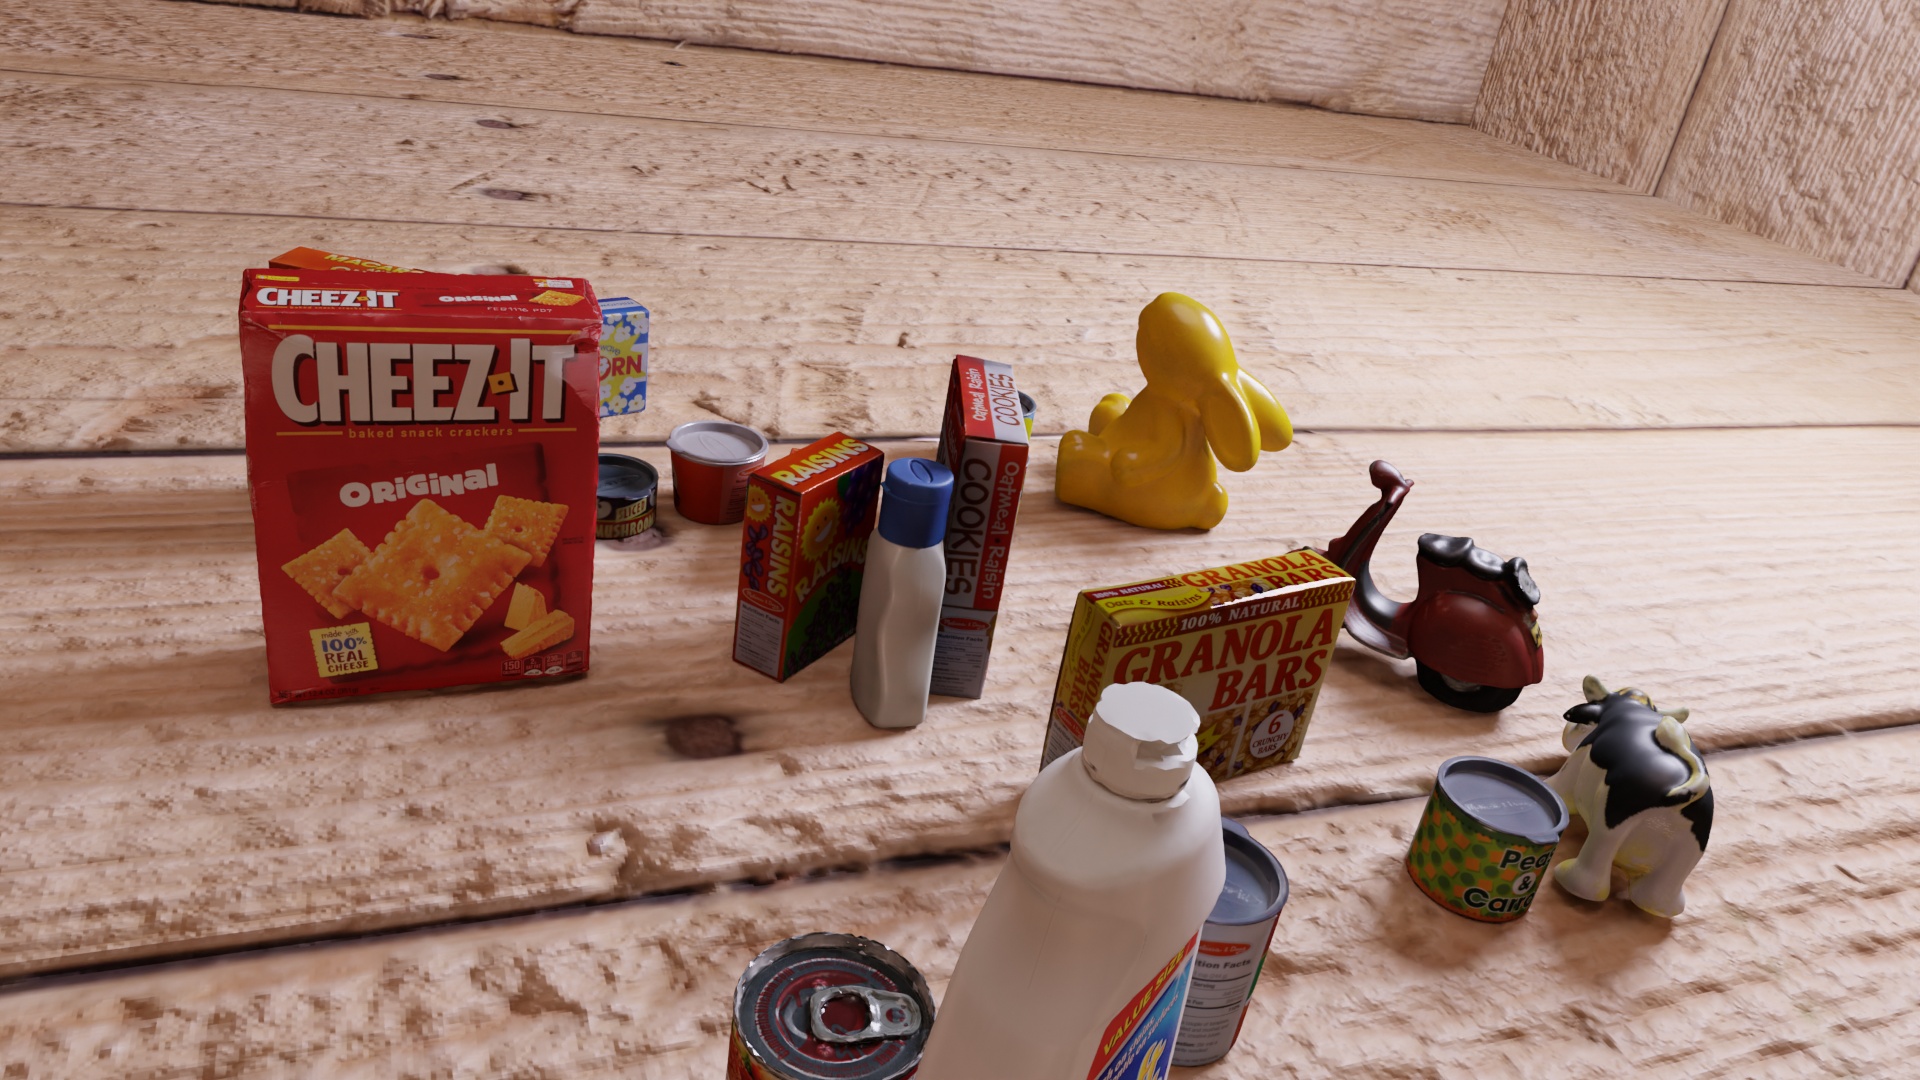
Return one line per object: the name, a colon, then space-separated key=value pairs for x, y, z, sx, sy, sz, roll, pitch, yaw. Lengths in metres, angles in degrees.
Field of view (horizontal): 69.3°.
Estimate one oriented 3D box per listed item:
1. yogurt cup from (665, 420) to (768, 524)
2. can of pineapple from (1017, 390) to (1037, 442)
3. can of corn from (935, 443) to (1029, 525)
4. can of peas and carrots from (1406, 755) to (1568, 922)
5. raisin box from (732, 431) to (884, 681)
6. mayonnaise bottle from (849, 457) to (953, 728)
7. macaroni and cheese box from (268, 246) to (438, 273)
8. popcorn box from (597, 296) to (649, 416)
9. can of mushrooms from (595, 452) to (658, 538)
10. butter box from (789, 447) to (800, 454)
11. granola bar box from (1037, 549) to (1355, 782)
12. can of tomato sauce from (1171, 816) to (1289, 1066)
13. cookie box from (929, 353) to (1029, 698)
yogurt cup: x=-0.169 y=-0.046 z=0.964 sx=0.072 sy=0.053 sz=0.073 roll=8 pitch=27 yaw=-4
can of pineapple: x=0.022 y=-0.086 z=1.100 sx=0.071 sy=0.057 sz=0.071 roll=8 pitch=27 yaw=-4
can of corn: x=0.010 y=-0.038 z=1.004 sx=0.071 sy=0.058 sz=0.071 roll=8 pitch=27 yaw=-4
can of peas and carrots: x=0.274 y=0.156 z=0.721 sx=0.071 sy=0.058 sz=0.071 roll=8 pitch=27 yaw=-4
raisin box: x=-0.089 y=0.008 z=0.811 sx=0.040 sy=0.122 sz=0.086 roll=23 pitch=30 yaw=24
mayonnaise bottle: x=-0.032 y=0.028 z=0.765 sx=0.041 sy=0.147 sz=0.065 roll=-1 pitch=29 yaw=-20
macaroni and cheese box: x=-0.354 y=-0.087 z=0.857 sx=0.124 sy=0.165 sz=0.040 roll=12 pitch=27 yaw=3
popcorn box: x=-0.301 y=-0.135 z=1.056 sx=0.127 sy=0.084 sz=0.038 roll=-15 pitch=36 yaw=-39
can of mushrooms: x=-0.235 y=-0.029 z=0.931 sx=0.071 sy=0.033 sz=0.071 roll=8 pitch=27 yaw=-4
butter box: x=-0.111 y=-0.018 z=0.930 sx=0.024 sy=0.053 sz=0.104 roll=8 pitch=27 yaw=-4
granola bar box: x=0.127 y=0.076 z=0.753 sx=0.166 sy=0.123 sz=0.039 roll=-8 pitch=32 yaw=-31
can of tomato sauce: x=0.099 y=0.172 z=0.603 sx=0.071 sy=0.082 sz=0.071 roll=8 pitch=27 yaw=-4
cookie box: x=0.003 y=-0.010 z=0.830 sx=0.040 sy=0.166 sz=0.123 roll=6 pitch=27 yaw=-7
